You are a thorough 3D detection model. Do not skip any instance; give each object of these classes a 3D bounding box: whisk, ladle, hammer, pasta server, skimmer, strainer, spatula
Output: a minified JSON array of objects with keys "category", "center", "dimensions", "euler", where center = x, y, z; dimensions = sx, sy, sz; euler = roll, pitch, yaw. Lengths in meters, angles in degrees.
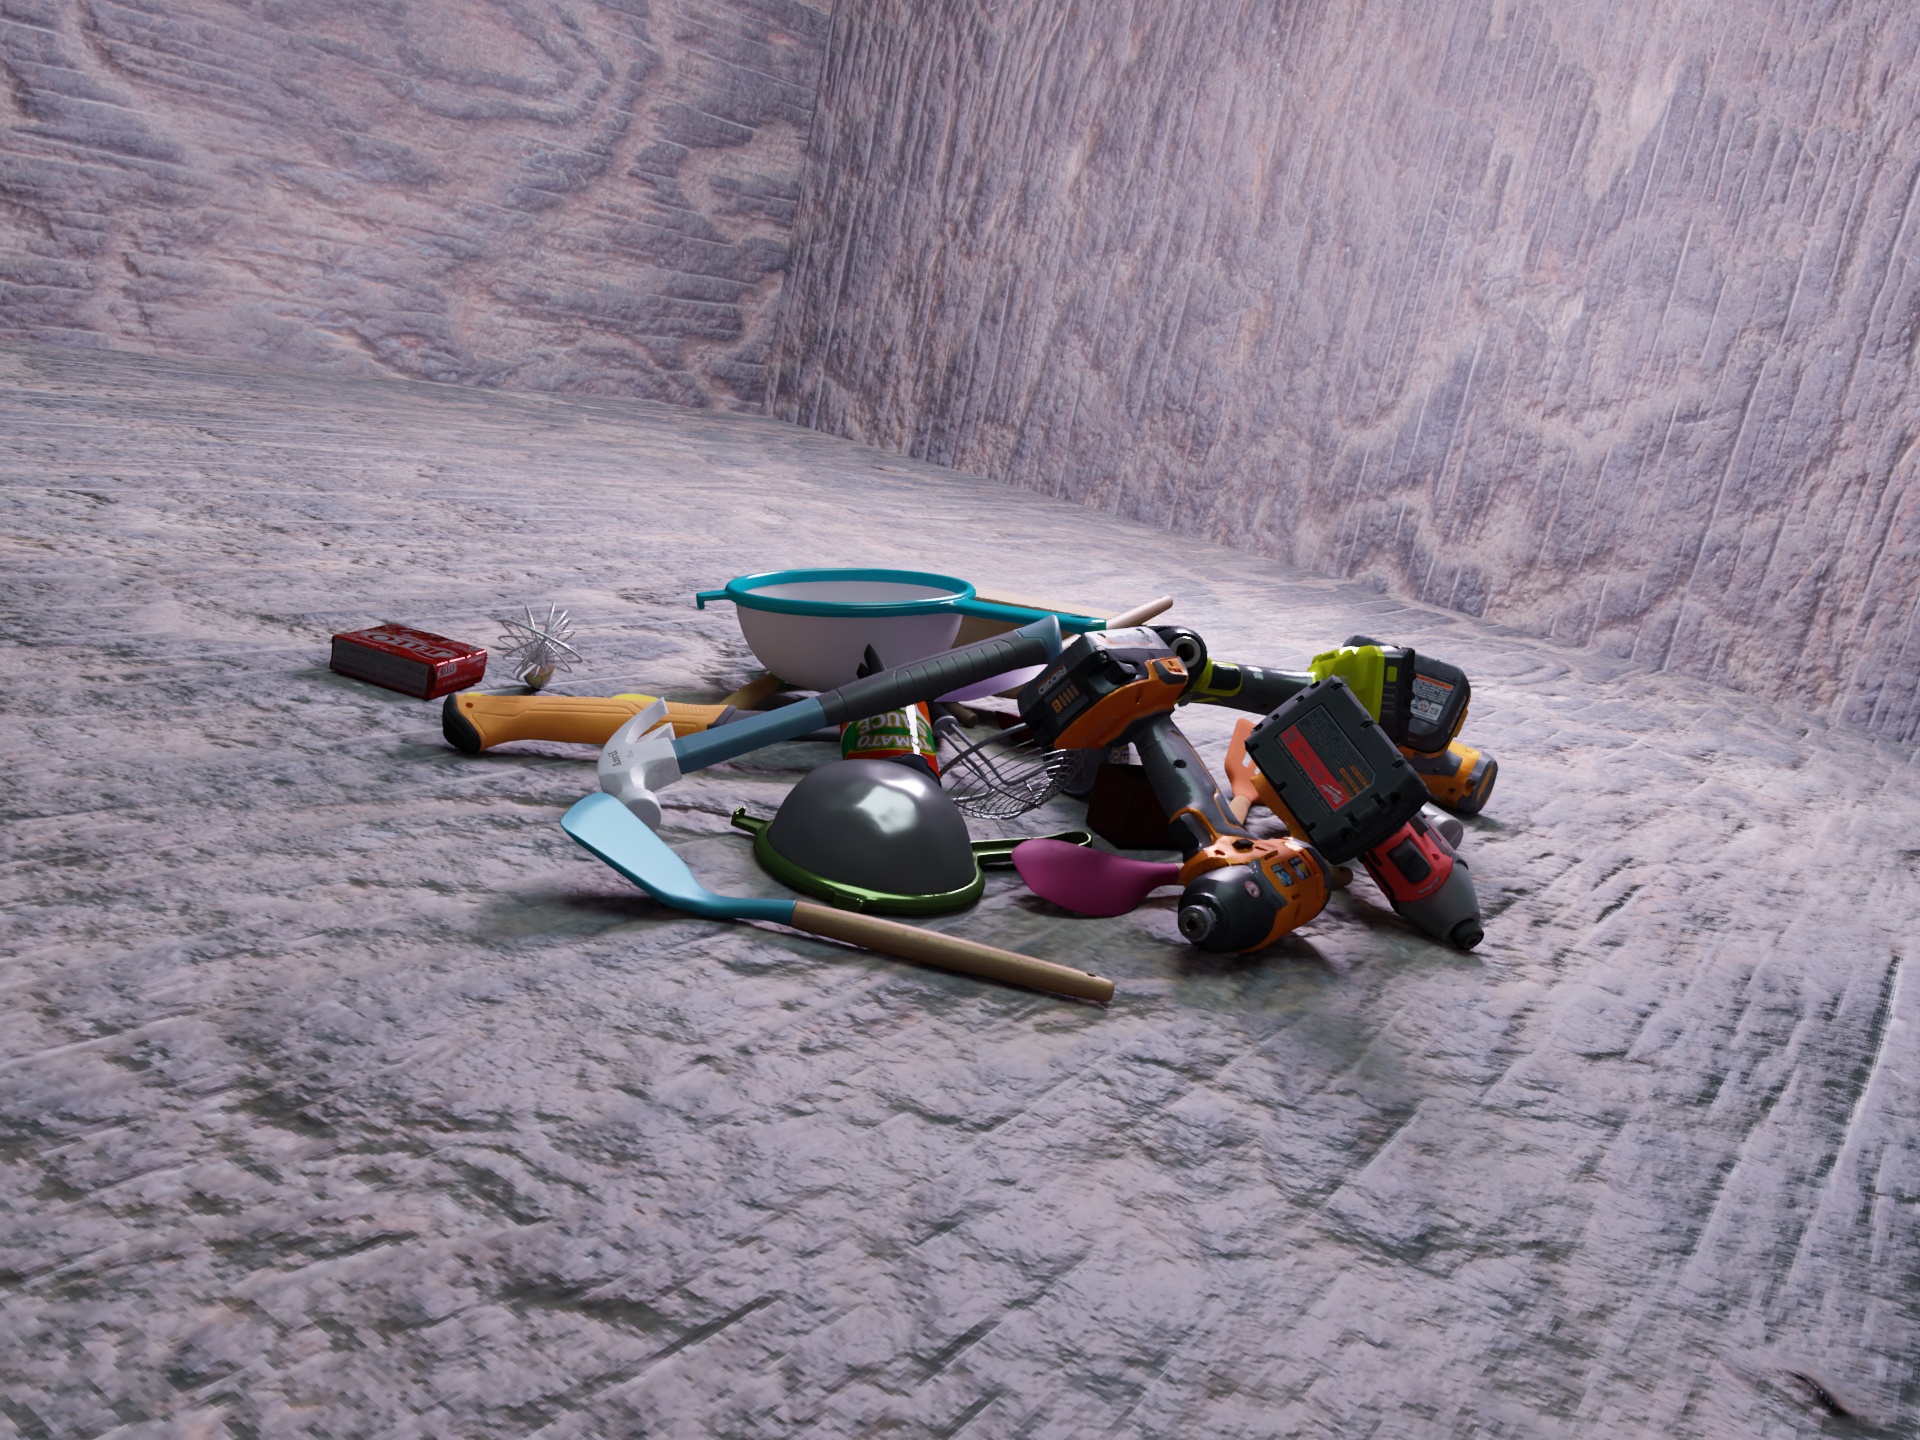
[{"category":"whisk","center":[-0.302,-0.045,1.143],"dimensions":[0.059,0.058,0.246],"euler":[27,-10,-12]},{"category":"ladle","center":[0.122,-0.002,1.499],"dimensions":[0.069,0.031,0.315],"euler":[19,14,27]},{"category":"hammer","center":[-0.080,-0.009,1.066],"dimensions":[0.331,0.033,0.128],"euler":[-18,29,-14]},{"category":"pasta server","center":[-0.092,-0.054,1.522],"dimensions":[0.060,0.040,0.316],"euler":[-2,24,-44]},{"category":"skimmer","center":[-0.002,-0.004,1.269],"dimensions":[0.127,0.090,0.363],"euler":[-21,21,-11]},{"category":"hammer","center":[-0.198,-0.004,1.146],"dimensions":[0.336,0.034,0.127],"euler":[1,48,-26]},{"category":"strainer","center":[-0.037,-0.061,1.317],"dimensions":[0.340,0.095,0.211],"euler":[10,15,28]},{"category":"strainer","center":[-0.009,0.064,1.041],"dimensions":[0.256,0.069,0.152],"euler":[0,19,-36]},{"category":"spatula","center":[0.093,-0.061,1.337],"dimensions":[0.060,0.018,0.316],"euler":[-1,17,40]},{"category":"spatula","center":[0.230,0.067,1.291],"dimensions":[0.081,0.041,0.322],"euler":[37,20,7]},{"category":"spatula","center":[-0.066,0.105,0.890],"dimensions":[0.317,0.044,0.082],"euler":[14,11,1]}]

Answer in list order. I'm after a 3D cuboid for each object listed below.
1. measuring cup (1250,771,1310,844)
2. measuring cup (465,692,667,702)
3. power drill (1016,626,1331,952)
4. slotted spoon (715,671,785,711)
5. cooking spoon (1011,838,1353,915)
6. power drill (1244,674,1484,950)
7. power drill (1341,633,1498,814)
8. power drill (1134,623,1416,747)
[{"category":"measuring cup","center":[0.284,0.070,1.263],"dimensions":[0.095,0.052,0.174],"euler":[34,22,-4]},{"category":"measuring cup","center":[-0.286,-0.012,1.176],"dimensions":[0.156,0.029,0.062],"euler":[13,14,-8]},{"category":"power drill","center":[0.137,0.050,1.036],"dimensions":[0.227,0.084,0.164],"euler":[55,29,15]},{"category":"slotted spoon","center":[-0.171,-0.027,1.344],"dimensions":[0.070,0.031,0.314],"euler":[24,17,5]},{"category":"cooking spoon","center":[0.165,0.107,1.106],"dimensions":[0.318,0.017,0.069],"euler":[5,39,-37]},{"category":"power drill","center":[0.289,0.073,1.090],"dimensions":[0.219,0.078,0.143],"euler":[40,16,-49]},{"category":"power drill","center":[0.390,0.003,1.465],"dimensions":[0.185,0.084,0.226],"euler":[23,-11,30]},{"category":"power drill","center":[0.223,-0.030,1.214],"dimensions":[0.228,0.080,0.190],"euler":[7,-6,-7]}]
